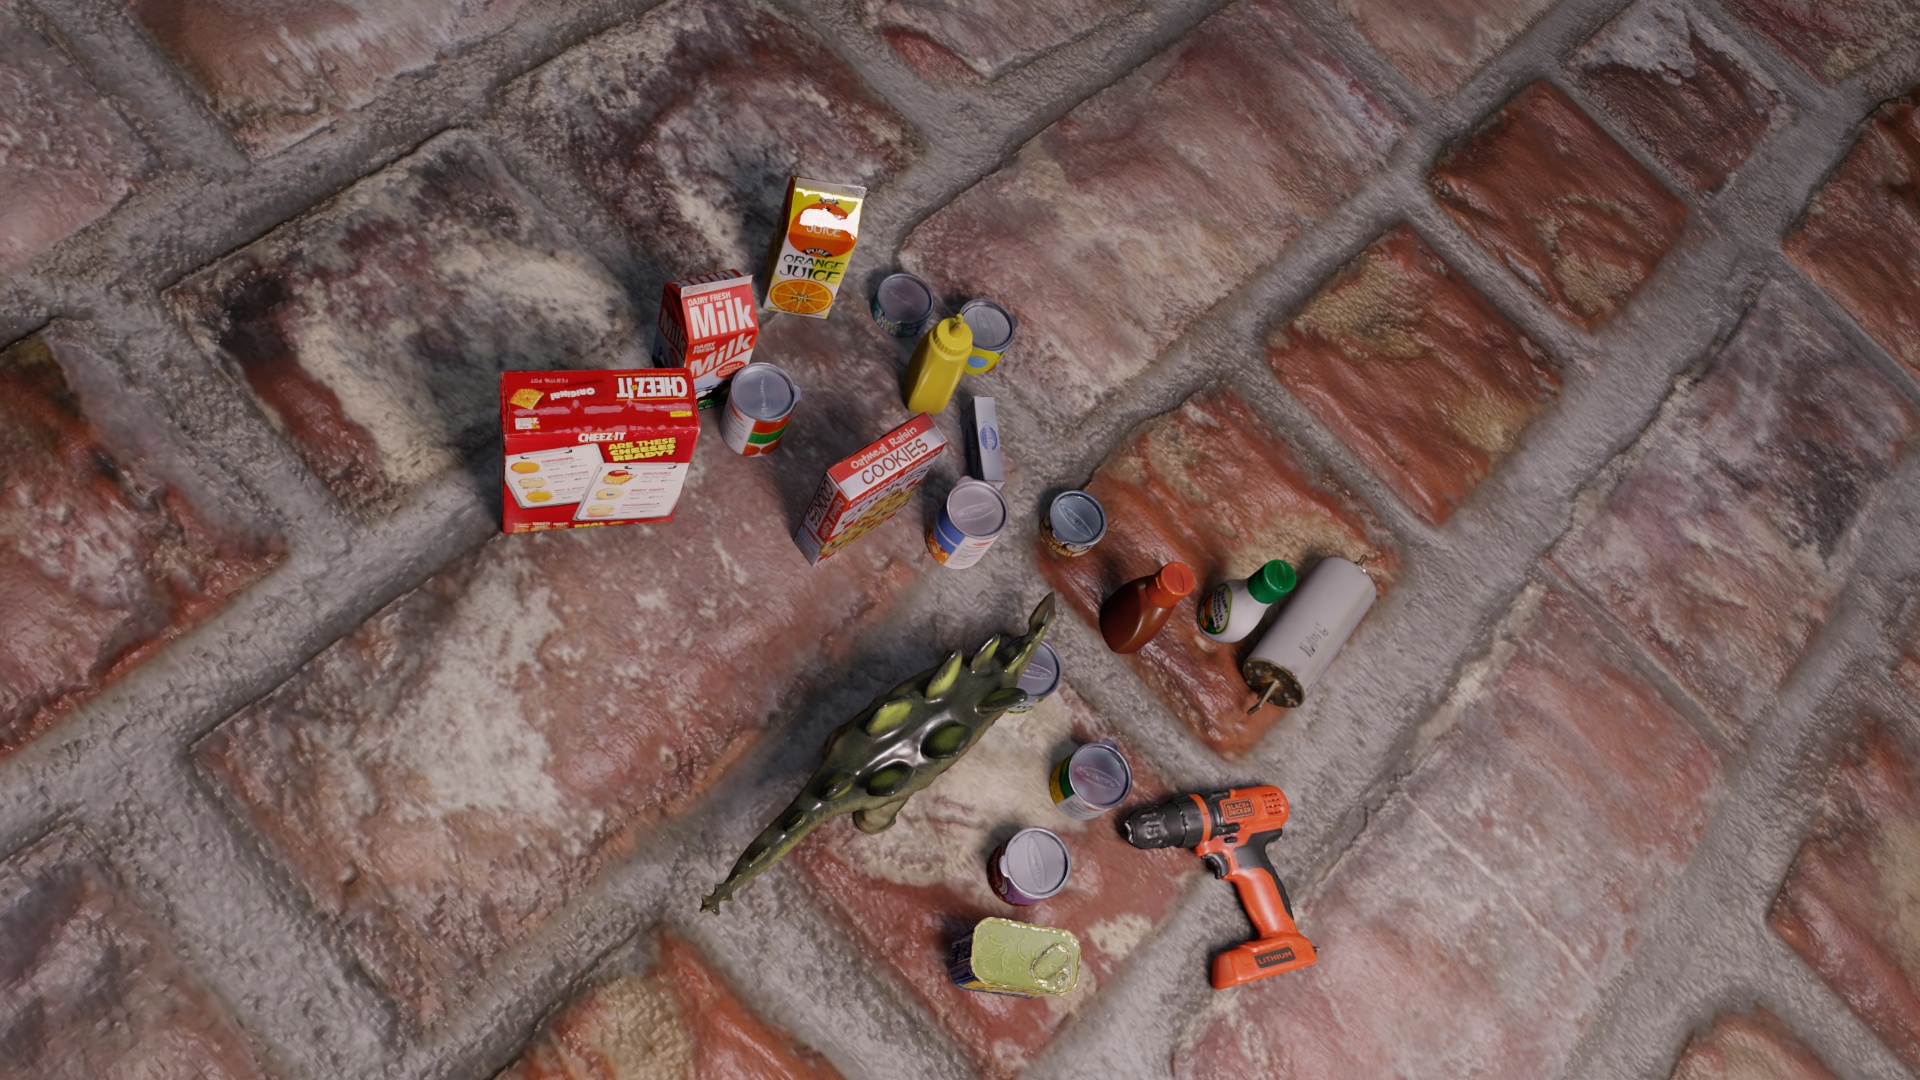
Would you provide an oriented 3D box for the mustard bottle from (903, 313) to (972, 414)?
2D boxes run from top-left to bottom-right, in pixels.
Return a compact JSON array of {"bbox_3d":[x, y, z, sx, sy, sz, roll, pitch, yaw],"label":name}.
[{"bbox_3d":[-0.020,-0.190,1.456,0.049,0.159,0.065,6,65,-16],"label":"mustard bottle"}]

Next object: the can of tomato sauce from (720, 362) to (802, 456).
[{"bbox_3d":[-0.204,-0.132,1.411,0.071,0.082,0.071,7,65,-16],"label":"can of tomato sauce"}]

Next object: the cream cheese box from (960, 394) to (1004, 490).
[{"bbox_3d":[0.023,-0.099,1.490,0.024,0.053,0.104,1,67,-18],"label":"cream cheese box"}]

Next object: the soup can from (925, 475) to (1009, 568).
[{"bbox_3d":[0.005,-0.018,1.430,0.071,0.083,0.071,7,65,-16],"label":"soup can"}]

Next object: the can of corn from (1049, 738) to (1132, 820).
[{"bbox_3d":[0.129,0.236,1.372,0.071,0.058,0.071,7,65,-16],"label":"can of corn"}]

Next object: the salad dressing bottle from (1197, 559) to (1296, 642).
[{"bbox_3d":[0.300,0.062,1.456,0.044,0.147,0.064,8,65,-15],"label":"salad dressing bottle"}]

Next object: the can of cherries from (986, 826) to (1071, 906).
[{"bbox_3d":[0.062,0.309,1.316,0.071,0.058,0.072,7,65,-16],"label":"can of cherries"}]

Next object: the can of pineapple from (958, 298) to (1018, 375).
[{"bbox_3d":[0.023,-0.225,1.544,0.071,0.057,0.071,7,65,-16],"label":"can of pineapple"}]

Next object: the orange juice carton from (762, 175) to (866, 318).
[{"bbox_3d":[-0.154,-0.315,1.448,0.072,0.191,0.073,7,65,-16],"label":"orange juice carton"}]

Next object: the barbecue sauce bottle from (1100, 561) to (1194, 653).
[{"bbox_3d":[0.190,0.065,1.418,0.044,0.148,0.065,-3,68,-20],"label":"barbecue sauce bottle"}]

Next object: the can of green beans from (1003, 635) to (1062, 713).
[{"bbox_3d":[0.062,0.135,1.395,0.071,0.057,0.071,7,65,-16],"label":"can of green beans"}]

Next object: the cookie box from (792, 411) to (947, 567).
[{"bbox_3d":[-0.092,-0.049,1.364,0.123,0.166,0.040,-34,81,-28],"label":"cookie box"}]

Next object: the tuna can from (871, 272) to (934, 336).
[{"bbox_3d":[-0.066,-0.260,1.544,0.071,0.032,0.071,7,65,-16],"label":"tuna can"}]

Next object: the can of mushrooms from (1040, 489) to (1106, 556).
[{"bbox_3d":[0.120,-0.017,1.497,0.071,0.033,0.071,7,65,-16],"label":"can of mushrooms"}]

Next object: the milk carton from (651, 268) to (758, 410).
[{"bbox_3d":[-0.251,-0.203,1.366,0.072,0.189,0.073,-17,73,-24],"label":"milk carton"}]
